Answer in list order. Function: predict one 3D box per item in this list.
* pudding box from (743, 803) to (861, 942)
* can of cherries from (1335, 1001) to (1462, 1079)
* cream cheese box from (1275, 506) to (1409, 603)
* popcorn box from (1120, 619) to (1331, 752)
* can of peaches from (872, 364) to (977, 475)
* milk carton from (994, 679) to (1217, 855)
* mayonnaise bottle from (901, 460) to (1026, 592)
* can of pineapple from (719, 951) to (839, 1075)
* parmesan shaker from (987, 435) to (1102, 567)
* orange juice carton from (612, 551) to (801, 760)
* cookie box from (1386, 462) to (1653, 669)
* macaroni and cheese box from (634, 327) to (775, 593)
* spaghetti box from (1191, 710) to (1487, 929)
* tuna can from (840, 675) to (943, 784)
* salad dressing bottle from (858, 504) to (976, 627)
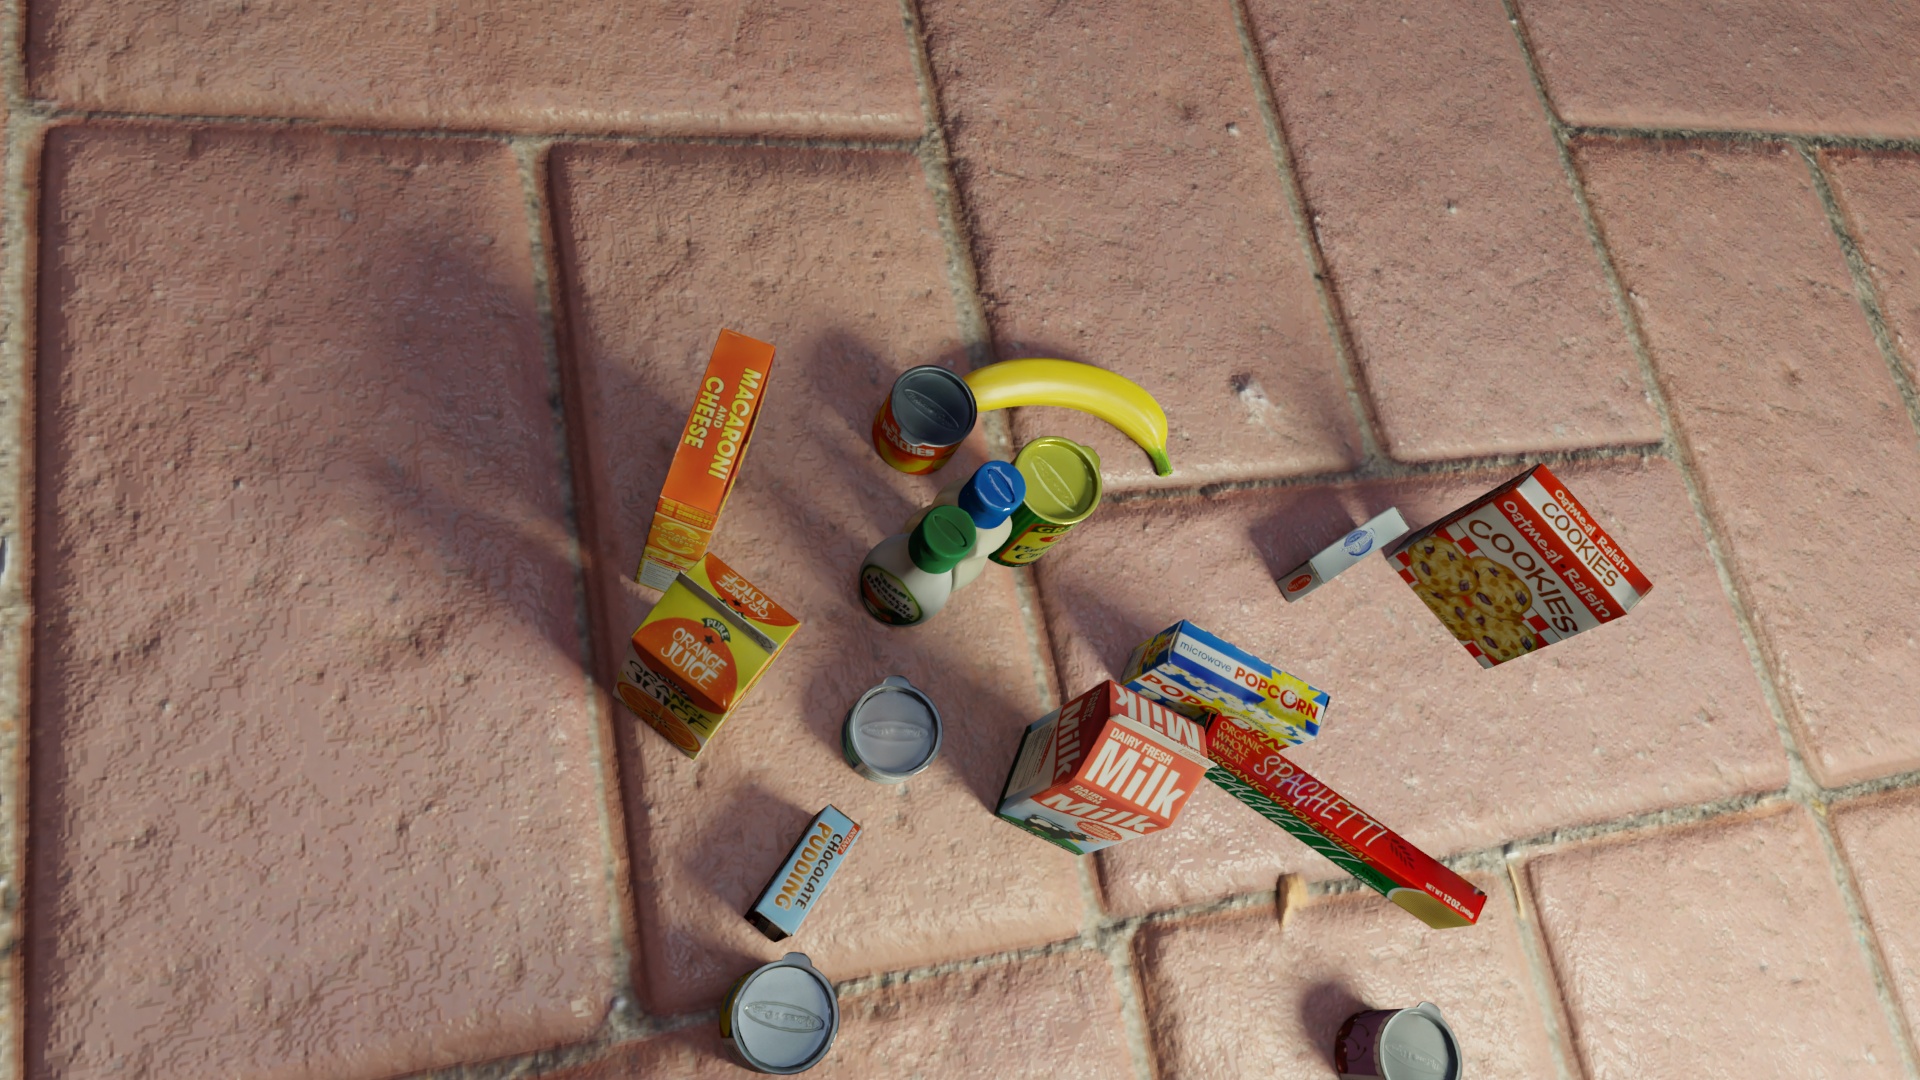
[{"bbox_3d":[-0.102,0.216,0.898,0.030,0.049,0.084,37,63,-3],"label":"pudding box"},{"bbox_3d":[0.308,0.361,0.977,0.071,0.058,0.072,6,68,-16],"label":"can of cherries"},{"bbox_3d":[0.306,0.011,1.113,0.104,0.053,0.024,-28,81,-26],"label":"cream cheese box"},{"bbox_3d":[0.192,0.110,1.018,0.127,0.085,0.038,27,64,-7],"label":"popcorn box"},{"bbox_3d":[-0.029,-0.087,1.034,0.071,0.058,0.071,6,68,-16],"label":"can of peaches"},{"bbox_3d":[0.095,0.149,0.912,0.072,0.189,0.074,27,64,-8],"label":"milk carton"},{"bbox_3d":[0.003,-0.012,0.966,0.041,0.147,0.065,-31,83,-26],"label":"mayonnaise bottle"},{"bbox_3d":[-0.112,0.294,0.860,0.071,0.057,0.071,6,68,-16],"label":"can of pineapple"},{"bbox_3d":[0.055,-0.027,1.014,0.071,0.102,0.071,6,69,-16],"label":"parmesan shaker"},{"bbox_3d":[-0.157,0.069,0.856,0.072,0.192,0.073,39,63,-2],"label":"orange juice carton"},{"bbox_3d":[0.432,0.024,1.087,0.040,0.166,0.123,-39,86,-26],"label":"cookie box"},{"bbox_3d":[-0.168,-0.046,0.911,0.040,0.165,0.124,20,65,-11],"label":"macaroni and cheese box"},{"bbox_3d":[0.271,0.209,1.027,0.250,0.050,0.029,34,64,-4],"label":"spaghetti box"},{"bbox_3d":[-0.048,0.131,0.958,0.071,0.032,0.071,6,68,-16],"label":"tuna can"},{"bbox_3d":[-0.029,0.017,0.944,0.064,0.147,0.044,44,63,1],"label":"salad dressing bottle"}]
